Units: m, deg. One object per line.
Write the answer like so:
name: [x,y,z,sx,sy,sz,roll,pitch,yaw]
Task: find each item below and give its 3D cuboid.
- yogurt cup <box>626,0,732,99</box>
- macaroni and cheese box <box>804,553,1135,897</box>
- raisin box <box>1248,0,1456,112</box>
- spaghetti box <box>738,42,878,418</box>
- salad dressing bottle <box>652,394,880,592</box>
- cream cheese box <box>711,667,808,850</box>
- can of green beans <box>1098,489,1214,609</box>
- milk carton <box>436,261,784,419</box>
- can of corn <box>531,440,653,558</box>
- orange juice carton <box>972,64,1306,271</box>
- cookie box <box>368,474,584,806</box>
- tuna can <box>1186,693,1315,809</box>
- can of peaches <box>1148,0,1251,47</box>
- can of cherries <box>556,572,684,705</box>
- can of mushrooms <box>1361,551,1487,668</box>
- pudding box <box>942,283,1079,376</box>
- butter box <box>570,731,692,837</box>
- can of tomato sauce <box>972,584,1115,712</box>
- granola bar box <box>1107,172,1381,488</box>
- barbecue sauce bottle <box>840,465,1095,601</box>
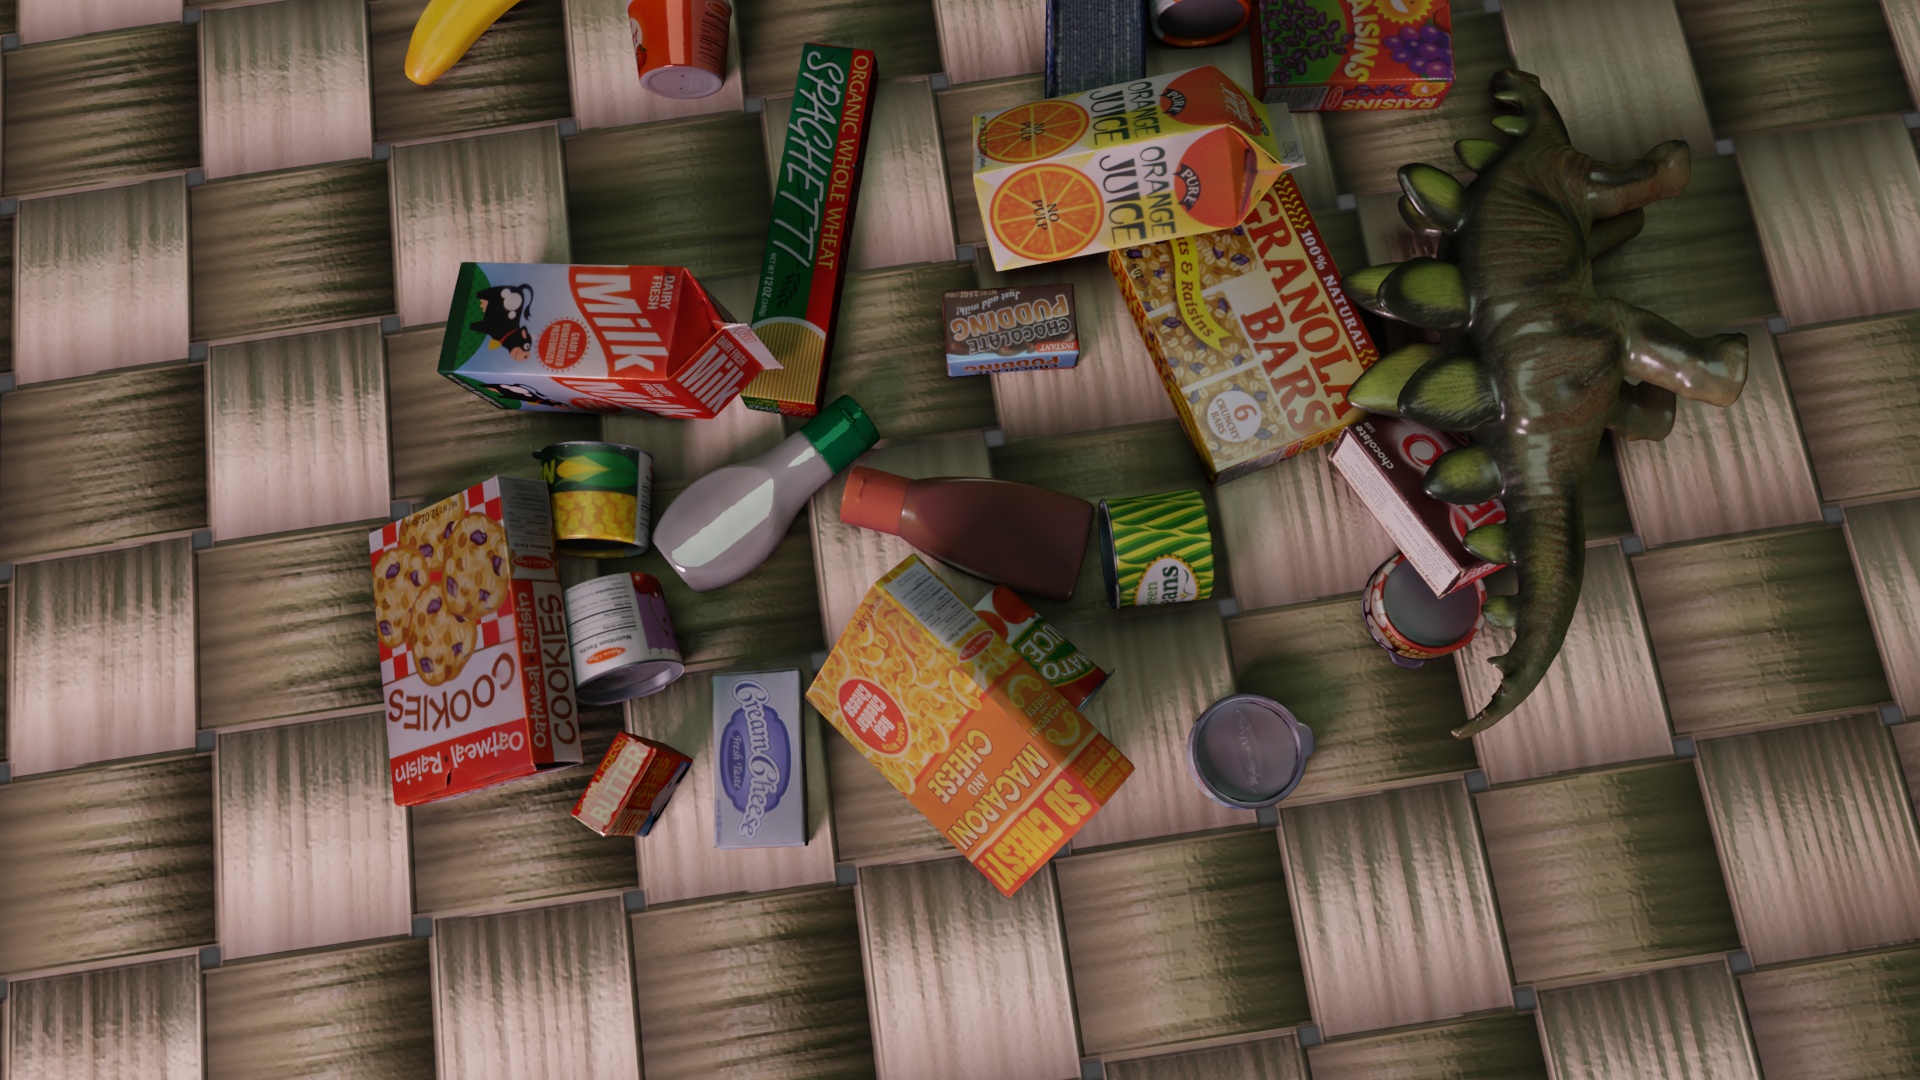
yogurt cup: [-0.182,-0.324,0.906,0.072,0.072,0.054,-3,86,1]
macaroni and cheese box: [0.001,0.105,0.773,0.166,0.123,0.040,43,47,9]
raisin box: [0.254,-0.328,0.908,0.123,0.040,0.086,-1,76,0]
spaghetti box: [-0.096,-0.203,0.893,0.050,0.028,0.250,8,78,3]
salad dressing bottle: [-0.116,-0.031,0.847,0.148,0.044,0.064,-39,78,-8]
cream cheese box: [-0.118,0.129,0.819,0.053,0.024,0.104,-3,77,0]
can of green beans: [0.115,0.005,0.821,0.058,0.071,0.071,-6,77,0]
milk carton: [-0.206,-0.120,0.838,0.190,0.072,0.073,4,77,13]
can of corn: [-0.222,-0.023,0.835,0.071,0.071,0.058,-1,78,1]
orange juice carton: [0.107,-0.229,0.844,0.193,0.072,0.072,-9,45,10]
cookie box: [-0.283,0.060,0.802,0.122,0.040,0.167,-18,75,31]
tuna can: [0.168,0.123,0.810,0.071,0.032,0.071,0,77,1]
can of peaches: [0.157,-0.364,0.905,0.071,0.071,0.058,-3,78,1]
can of cherries: [-0.202,0.058,0.816,0.071,0.071,0.058,-19,72,-3]
can of mushrooms: [0.276,0.040,0.826,0.071,0.033,0.071,0,77,1]
pudding box: [0.031,-0.132,0.873,0.084,0.030,0.050,-3,78,1]
butter box: [-0.182,0.138,0.779,0.024,0.103,0.053,28,79,6]
can of tomato sauce: [0.035,0.075,0.806,0.083,0.071,0.071,41,81,10]
granola bar box: [0.180,-0.132,0.865,0.124,0.039,0.166,-21,77,-3]
barbecue sauce bottle: [0.003,-0.011,0.839,0.148,0.043,0.065,14,77,5]
